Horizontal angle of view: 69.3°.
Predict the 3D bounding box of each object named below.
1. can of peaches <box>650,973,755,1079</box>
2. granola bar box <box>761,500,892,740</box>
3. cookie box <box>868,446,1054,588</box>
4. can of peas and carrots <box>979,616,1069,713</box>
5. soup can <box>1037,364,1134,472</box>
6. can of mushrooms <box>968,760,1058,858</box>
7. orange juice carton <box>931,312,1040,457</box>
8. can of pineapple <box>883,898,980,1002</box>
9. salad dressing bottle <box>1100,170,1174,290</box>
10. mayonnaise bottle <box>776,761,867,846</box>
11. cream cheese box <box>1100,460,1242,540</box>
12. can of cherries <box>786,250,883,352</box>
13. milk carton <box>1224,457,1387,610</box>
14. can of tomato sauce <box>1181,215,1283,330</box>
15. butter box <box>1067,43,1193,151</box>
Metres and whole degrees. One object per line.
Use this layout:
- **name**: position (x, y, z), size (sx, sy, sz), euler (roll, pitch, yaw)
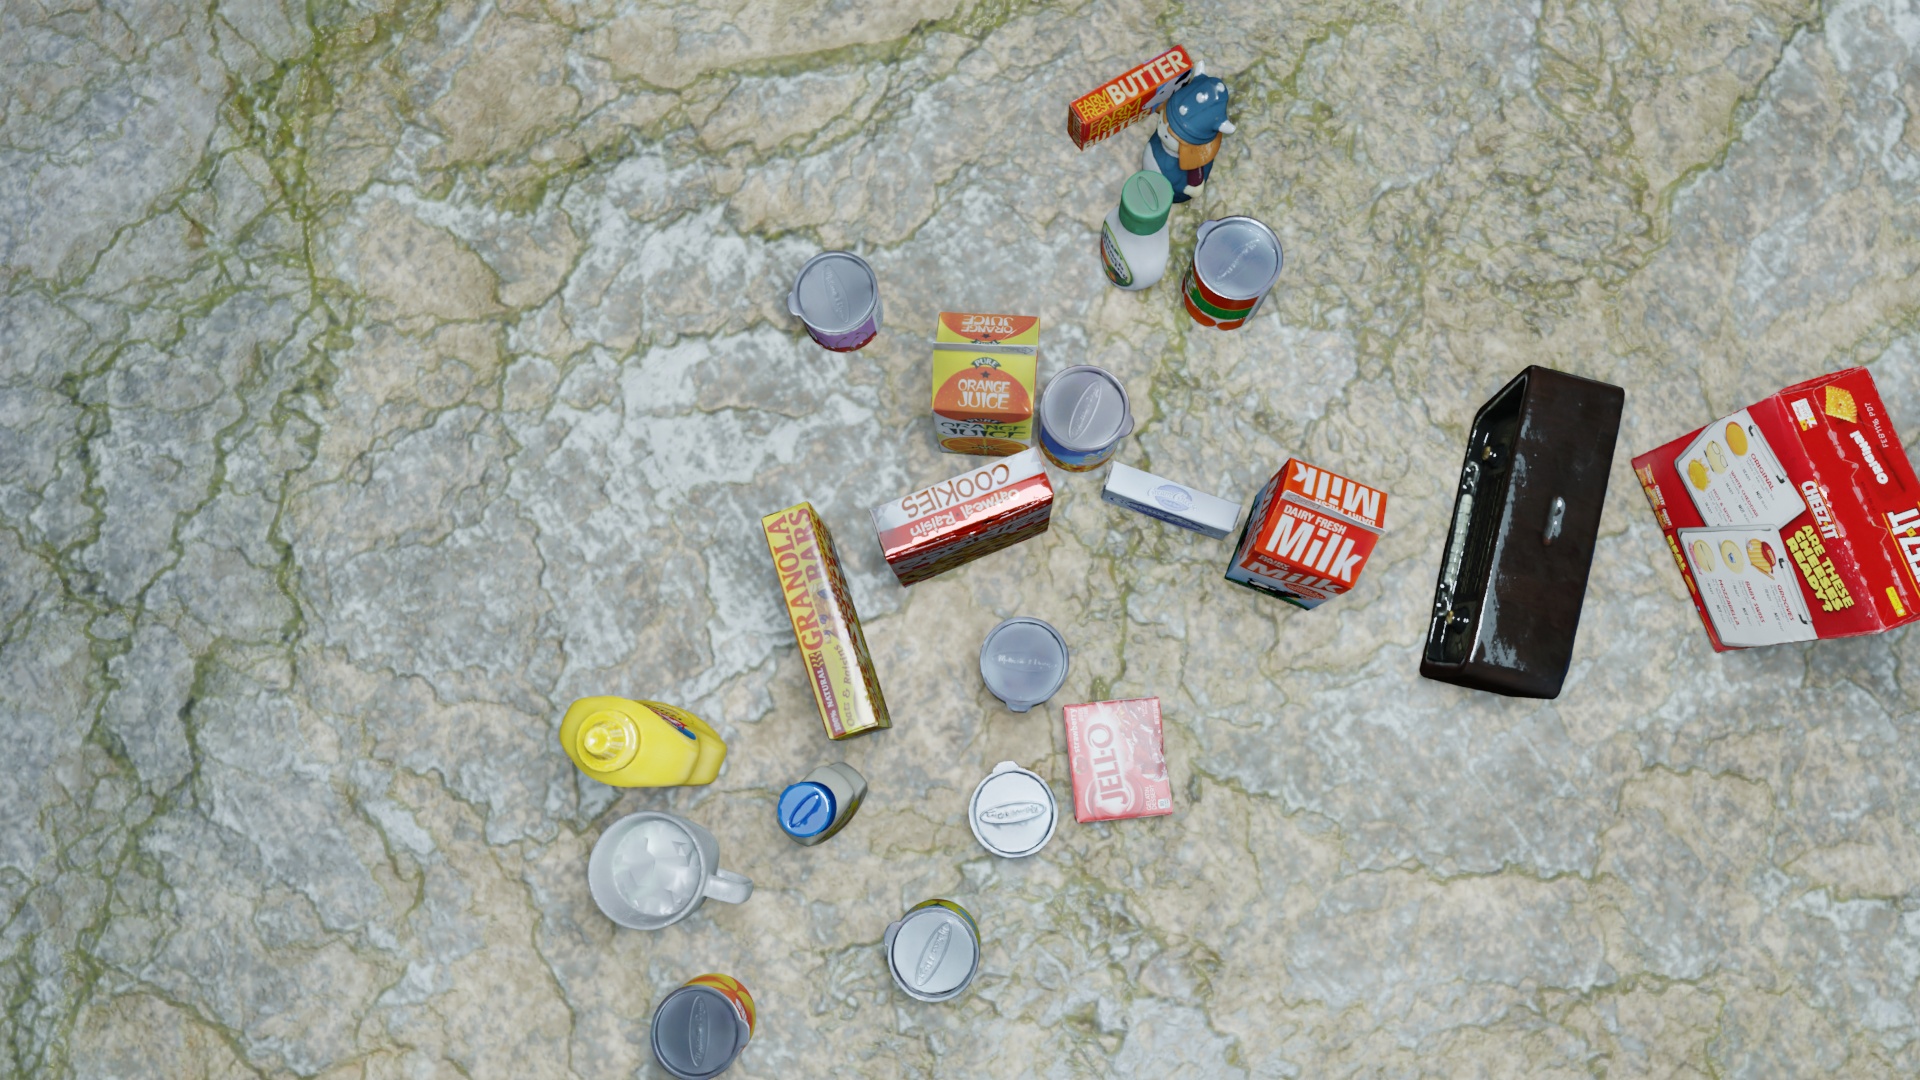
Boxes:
- **can of peaches**: position (-0.184, 0.353, 1.011), size (0.071, 0.058, 0.071), euler (0, 81, 2)
- **granola bar box**: position (-0.097, 0.064, 1.022), size (0.039, 0.124, 0.165), euler (-18, 81, -1)
- **cookie box**: position (0.004, -0.013, 1.009), size (0.123, 0.167, 0.040), euler (-21, 81, -2)
- **can of peas and carrots**: position (0.048, 0.095, 1.046), size (0.071, 0.058, 0.071), euler (0, 81, 2)
- **soup can**: position (0.095, -0.090, 1.062), size (0.071, 0.083, 0.071), euler (0, 81, 2)
- **can of mushrooms**: position (0.039, 0.201, 1.042), size (0.071, 0.033, 0.071), euler (0, 81, 2)
- **orange juice carton**: position (0.019, -0.116, 1.013), size (0.072, 0.192, 0.073), euler (4, 82, 2)
- **can of pineapple**: position (-0.020, 0.297, 1.015), size (0.071, 0.058, 0.071), euler (0, 81, 2)
- **salad dressing bottle**: position (0.135, -0.235, 1.052), size (0.044, 0.147, 0.064), euler (-23, 81, -2)
- **mayonnaise bottle**: position (-0.101, 0.189, 0.989), size (0.041, 0.148, 0.065), euler (40, 85, 7)
- **cream cheese box**: position (0.160, -0.029, 1.065), size (0.104, 0.053, 0.024), euler (19, 82, 5)
- **can of cherries**: position (-0.098, -0.187, 1.096), size (0.071, 0.058, 0.071), euler (0, 81, 2)
- **milk carton**: position (0.246, -0.005, 0.990), size (0.072, 0.190, 0.073), euler (22, 83, 5)
- **can of tomato sauce**: position (0.207, -0.207, 1.078), size (0.071, 0.083, 0.071), euler (0, 81, 2)
- **butter box**: position (0.136, -0.356, 1.119), size (0.103, 0.053, 0.024), euler (-29, 82, -3)
